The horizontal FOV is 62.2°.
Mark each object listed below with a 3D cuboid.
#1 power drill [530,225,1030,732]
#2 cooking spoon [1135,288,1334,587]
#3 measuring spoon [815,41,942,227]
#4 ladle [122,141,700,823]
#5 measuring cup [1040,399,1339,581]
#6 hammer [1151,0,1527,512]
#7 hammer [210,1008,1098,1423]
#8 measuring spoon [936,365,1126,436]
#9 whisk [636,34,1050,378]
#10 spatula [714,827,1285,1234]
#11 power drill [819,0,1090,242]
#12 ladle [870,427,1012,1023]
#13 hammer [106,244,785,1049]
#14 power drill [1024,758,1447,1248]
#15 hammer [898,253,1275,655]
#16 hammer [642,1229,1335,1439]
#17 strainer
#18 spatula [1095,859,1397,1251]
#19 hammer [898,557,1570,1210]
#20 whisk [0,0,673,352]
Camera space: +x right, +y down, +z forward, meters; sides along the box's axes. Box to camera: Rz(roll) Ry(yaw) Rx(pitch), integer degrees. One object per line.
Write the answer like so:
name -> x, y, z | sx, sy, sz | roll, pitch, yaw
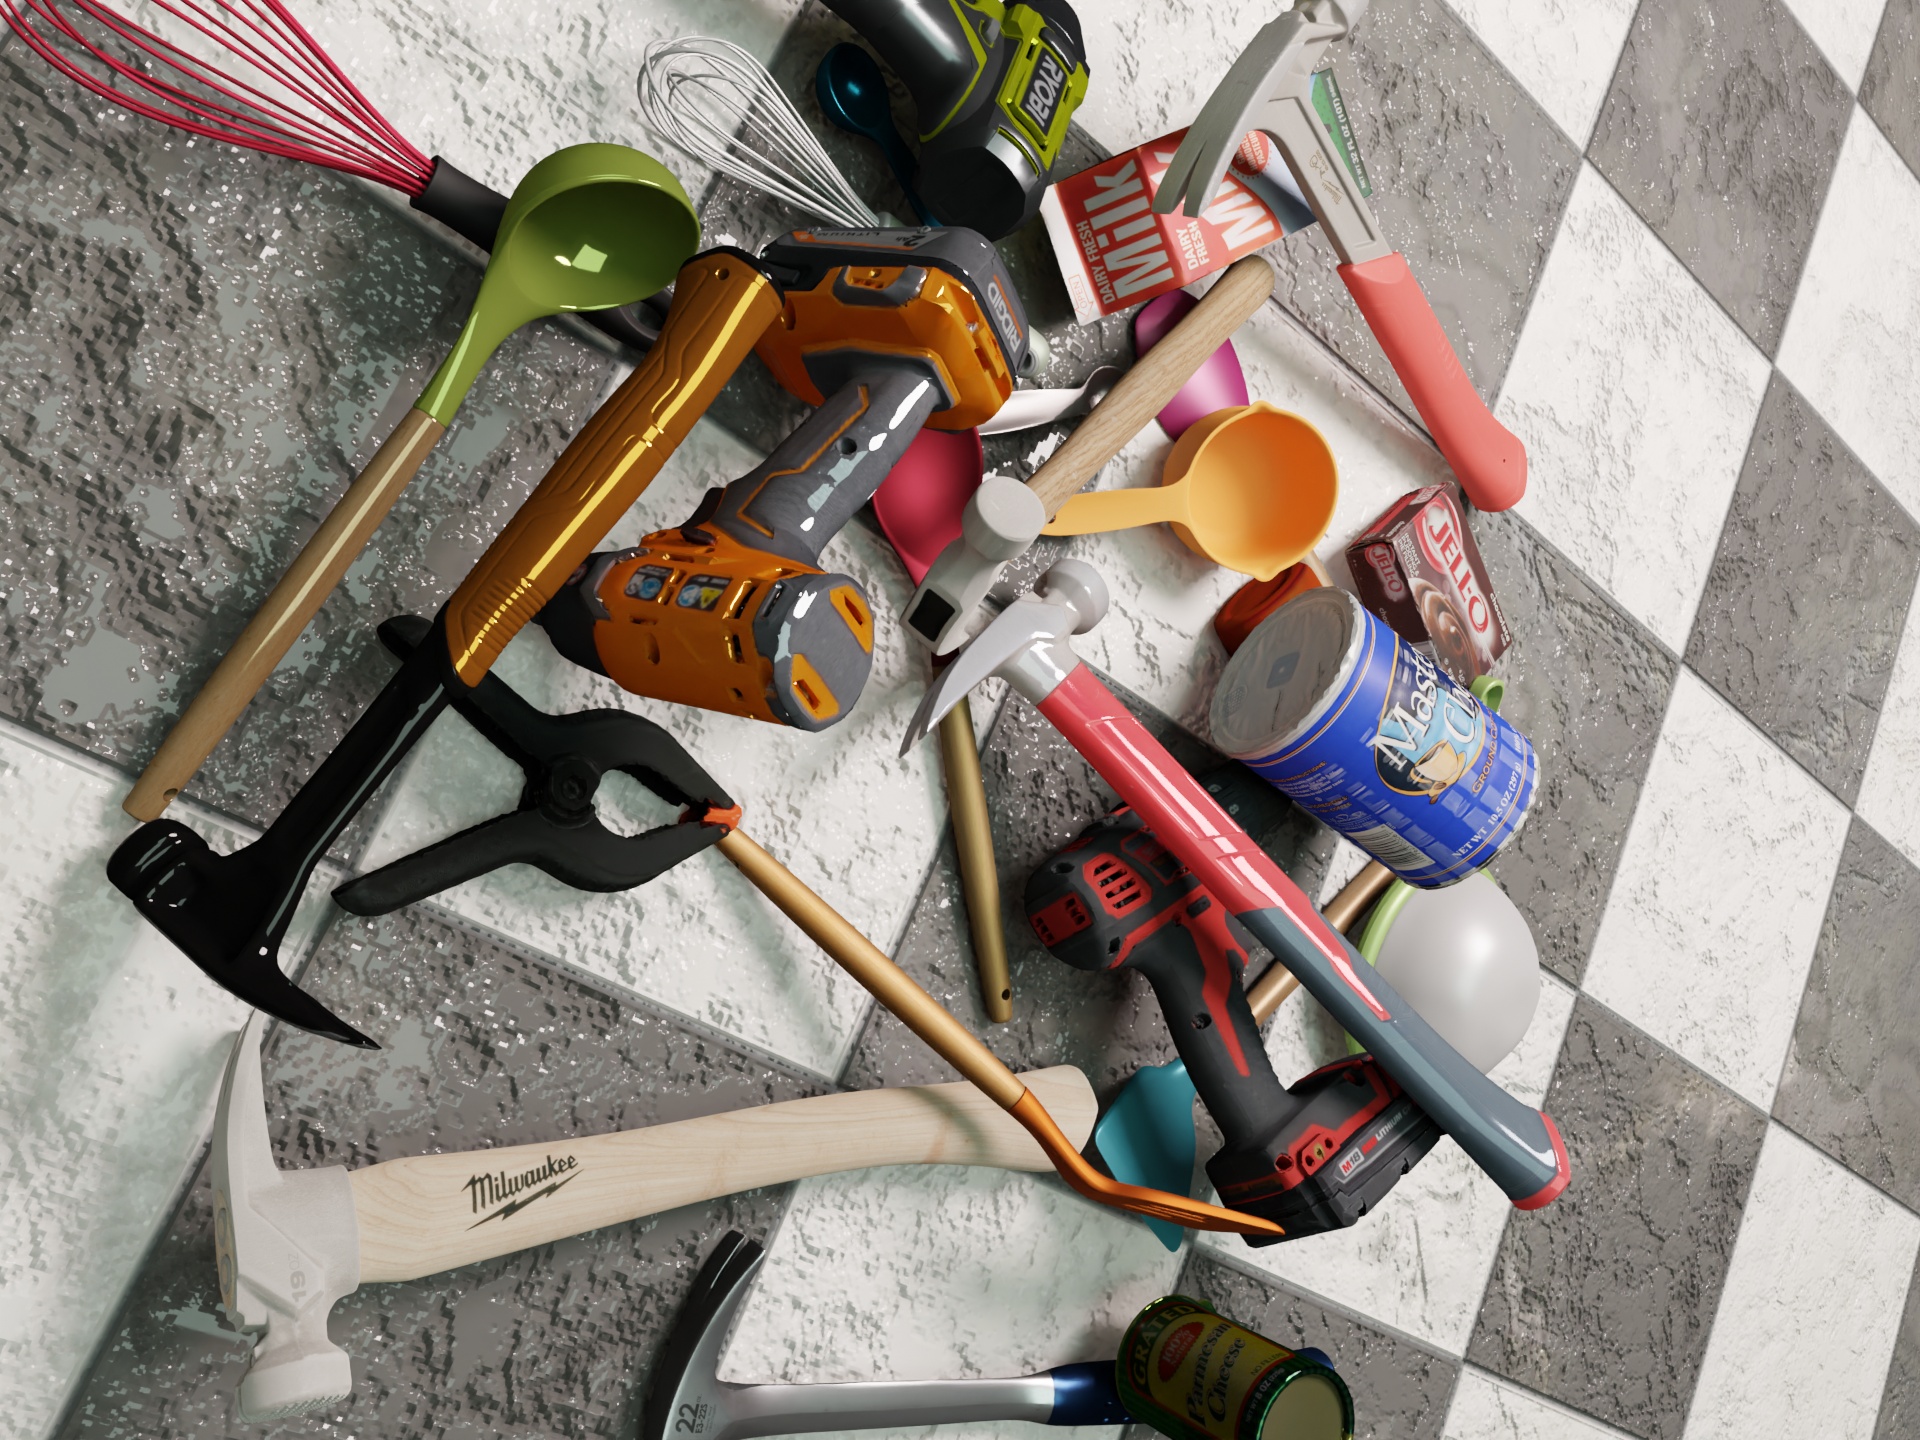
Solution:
power drill -> -0.081, -0.105, 0.672 | 0.227, 0.164, 0.084 | -64, 145, -25
cooking spoon -> 0.190, -0.103, 0.910 | 0.069, 0.017, 0.318 | -42, 111, -23
measuring spoon -> -0.033, -0.266, 0.774 | 0.128, 0.021, 0.042 | 55, 46, -30
ladle -> -0.212, -0.090, 0.613 | 0.320, 0.062, 0.078 | -56, 160, -7
measuring cup -> 0.111, -0.120, 0.848 | 0.173, 0.052, 0.095 | -8, 106, -10
hammer -> 0.232, -0.218, 0.867 | 0.149, 0.037, 0.358 | -56, 134, -7
hammer -> -0.105, 0.181, 0.699 | 0.410, 0.038, 0.146 | 1, 62, -38
measuring spoon -> 0.037, -0.159, 0.819 | 0.124, 0.018, 0.034 | -12, 89, -25
whisk -> -0.047, -0.233, 0.746 | 0.246, 0.058, 0.059 | 31, 44, -33
spatula -> 0.013, 0.154, 0.747 | 0.322, 0.081, 0.041 | 43, 63, -6
power drill -> -0.031, -0.349, 0.727 | 0.223, 0.080, 0.171 | 40, 48, -29
ladle -> -0.001, -0.003, 0.785 | 0.069, 0.031, 0.315 | -14, 99, -36
hammer -> -0.170, -0.043, 0.600 | 0.337, 0.127, 0.034 | -55, 156, -11
power drill -> 0.155, 0.132, 0.826 | 0.188, 0.080, 0.227 | -27, 82, -37
hammer -> 0.071, -0.140, 0.766 | 0.031, 0.130, 0.331 | 41, 51, 1
hammer -> 0.035, 0.336, 0.801 | 0.405, 0.035, 0.144 | 12, 83, -32
strainer -> 0.302, 0.105, 0.919 | 0.151, 0.069, 0.256 | -2, 104, -40
spatula -> 0.183, 0.153, 0.891 | 0.317, 0.044, 0.082 | -40, 105, -27
hammer -> 0.142, 0.099, 0.761 | 0.386, 0.038, 0.143 | 46, 53, -1
whisk -> -0.229, -0.223, 0.626 | 0.295, 0.073, 0.073 | 26, 76, -36
